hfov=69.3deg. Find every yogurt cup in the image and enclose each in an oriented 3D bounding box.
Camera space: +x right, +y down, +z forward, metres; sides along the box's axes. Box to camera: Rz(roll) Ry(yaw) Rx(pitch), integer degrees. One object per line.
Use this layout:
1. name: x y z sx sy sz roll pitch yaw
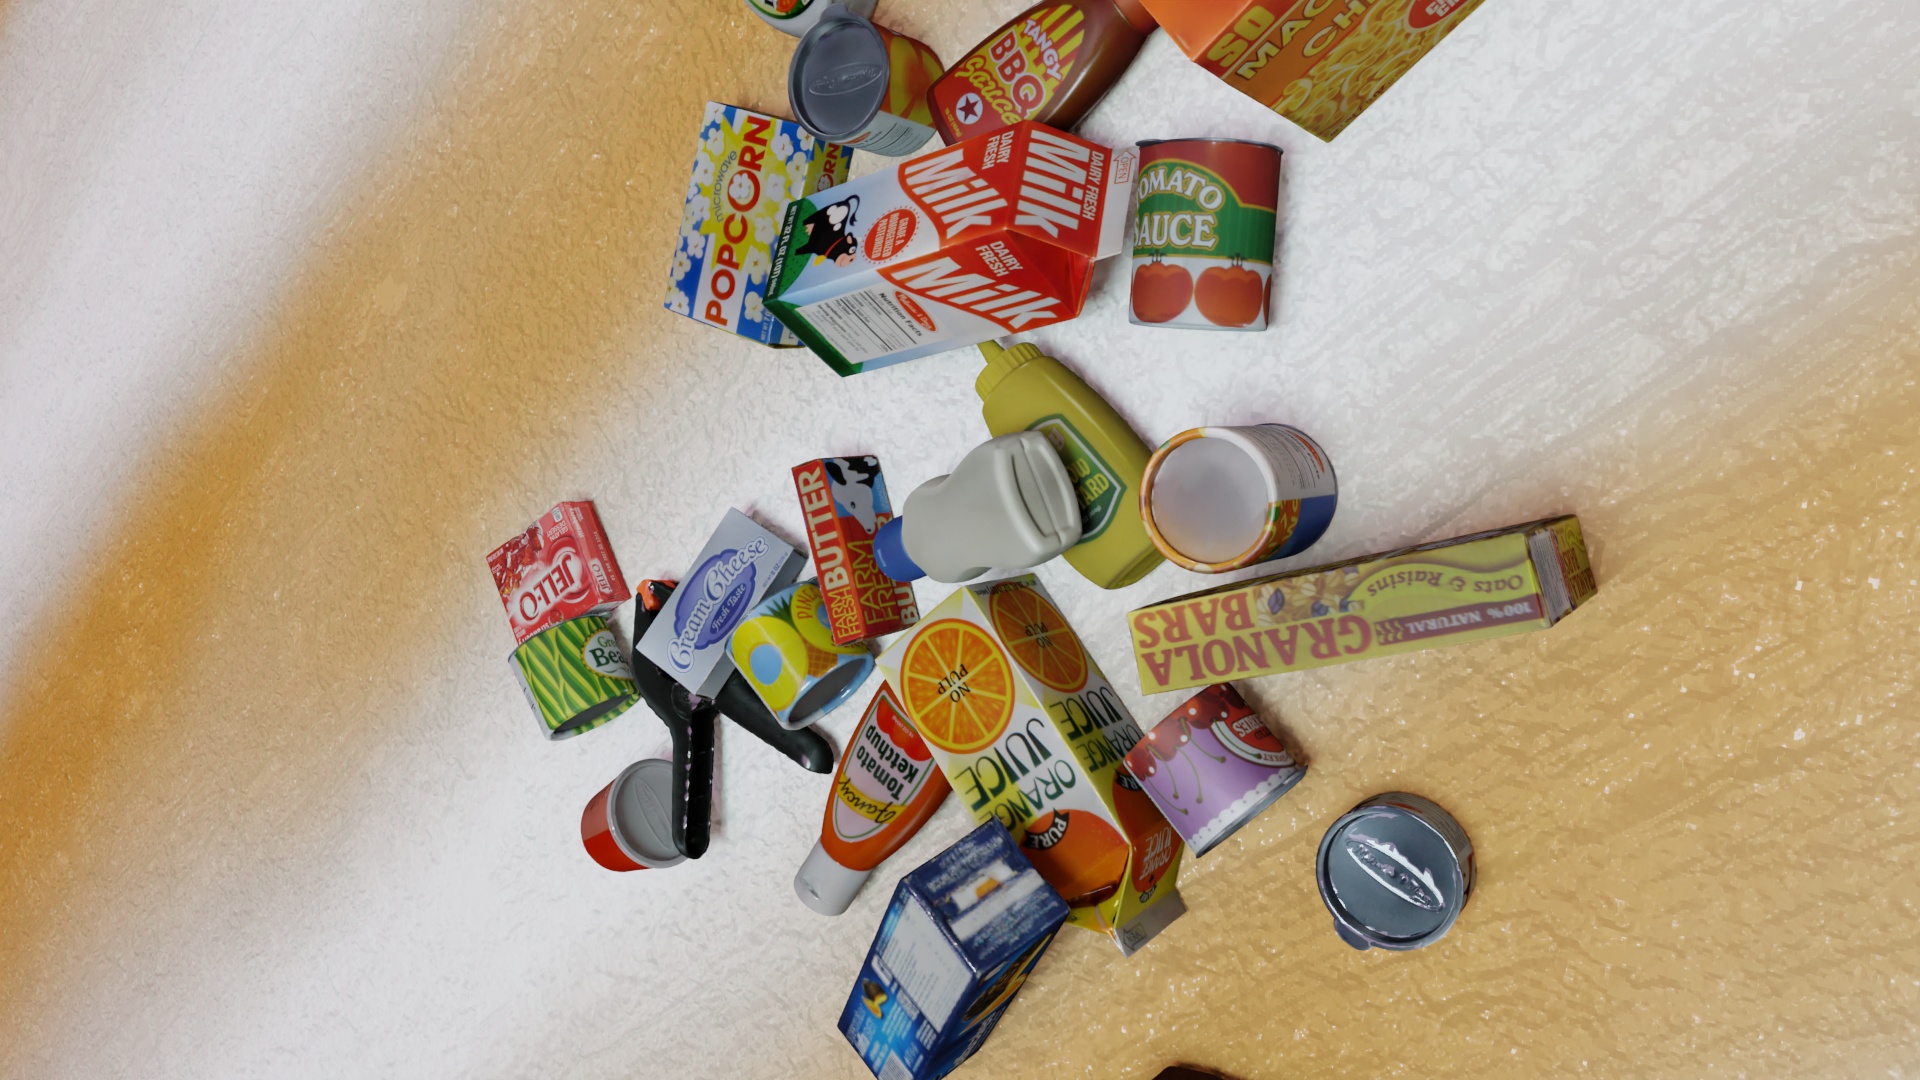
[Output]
1. yogurt cup: -0.201 0.175 0.869 0.053 0.072 0.072 -29 78 43

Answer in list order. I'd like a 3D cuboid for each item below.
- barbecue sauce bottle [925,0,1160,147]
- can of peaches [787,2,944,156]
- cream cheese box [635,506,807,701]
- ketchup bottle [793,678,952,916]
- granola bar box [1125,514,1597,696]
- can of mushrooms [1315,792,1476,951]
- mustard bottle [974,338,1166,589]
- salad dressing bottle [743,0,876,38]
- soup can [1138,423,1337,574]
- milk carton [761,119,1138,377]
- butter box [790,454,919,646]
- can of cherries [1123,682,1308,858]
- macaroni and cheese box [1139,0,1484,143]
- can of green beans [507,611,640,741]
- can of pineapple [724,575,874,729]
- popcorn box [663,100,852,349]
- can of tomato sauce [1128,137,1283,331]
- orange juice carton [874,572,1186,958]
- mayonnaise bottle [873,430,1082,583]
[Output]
1. barbecue sauce bottle: 0.054 -0.243 0.693 0.148 0.044 0.065 -32 76 29
2. can of peaches: -0.049 -0.246 0.748 0.071 0.058 0.071 3 95 32
3. cream cheese box: -0.142 0.037 0.823 0.053 0.024 0.104 32 87 23
4. ketchup bottle: -0.046 0.147 0.783 0.065 0.043 0.148 41 114 25
5. granola bar box: 0.171 0.026 0.591 0.165 0.124 0.039 -14 86 32
6. can of mushrooms: 0.199 0.153 0.637 0.071 0.033 0.071 3 95 31
7. mustard bottle: 0.049 -0.051 0.706 0.065 0.049 0.160 -46 70 29
8. salad dressing bottle: -0.114 -0.331 0.790 0.148 0.044 0.064 32 111 26
9. soup can: 0.127 -0.018 0.640 0.071 0.084 0.071 3 96 32
10. milk carton: 0.000 -0.148 0.701 0.190 0.073 0.072 -9 56 33
11. butter box: -0.058 0.004 0.774 0.024 0.053 0.103 -18 84 34
12. can of cherries: 0.122 0.107 0.662 0.071 0.071 0.058 -48 68 26
13. macaroni and cheese box: 0.158 -0.230 0.556 0.123 0.167 0.040 -42 72 27
14. can of green beans: -0.247 0.088 0.890 0.071 0.071 0.058 -37 75 29
15. can of pineapple: -0.090 0.064 0.791 0.058 0.071 0.070 49 116 19
16. popcorn box: -0.118 -0.183 0.807 0.085 0.038 0.126 23 105 29
17. can of tomato sauce: 0.112 -0.141 0.648 0.071 0.071 0.083 7 98 31
18. orange juice carton: 0.047 0.116 0.706 0.072 0.072 0.193 -42 72 28
19. mayonnaise bottle: 0.003 -0.009 0.709 0.147 0.041 0.064 -22 89 59
